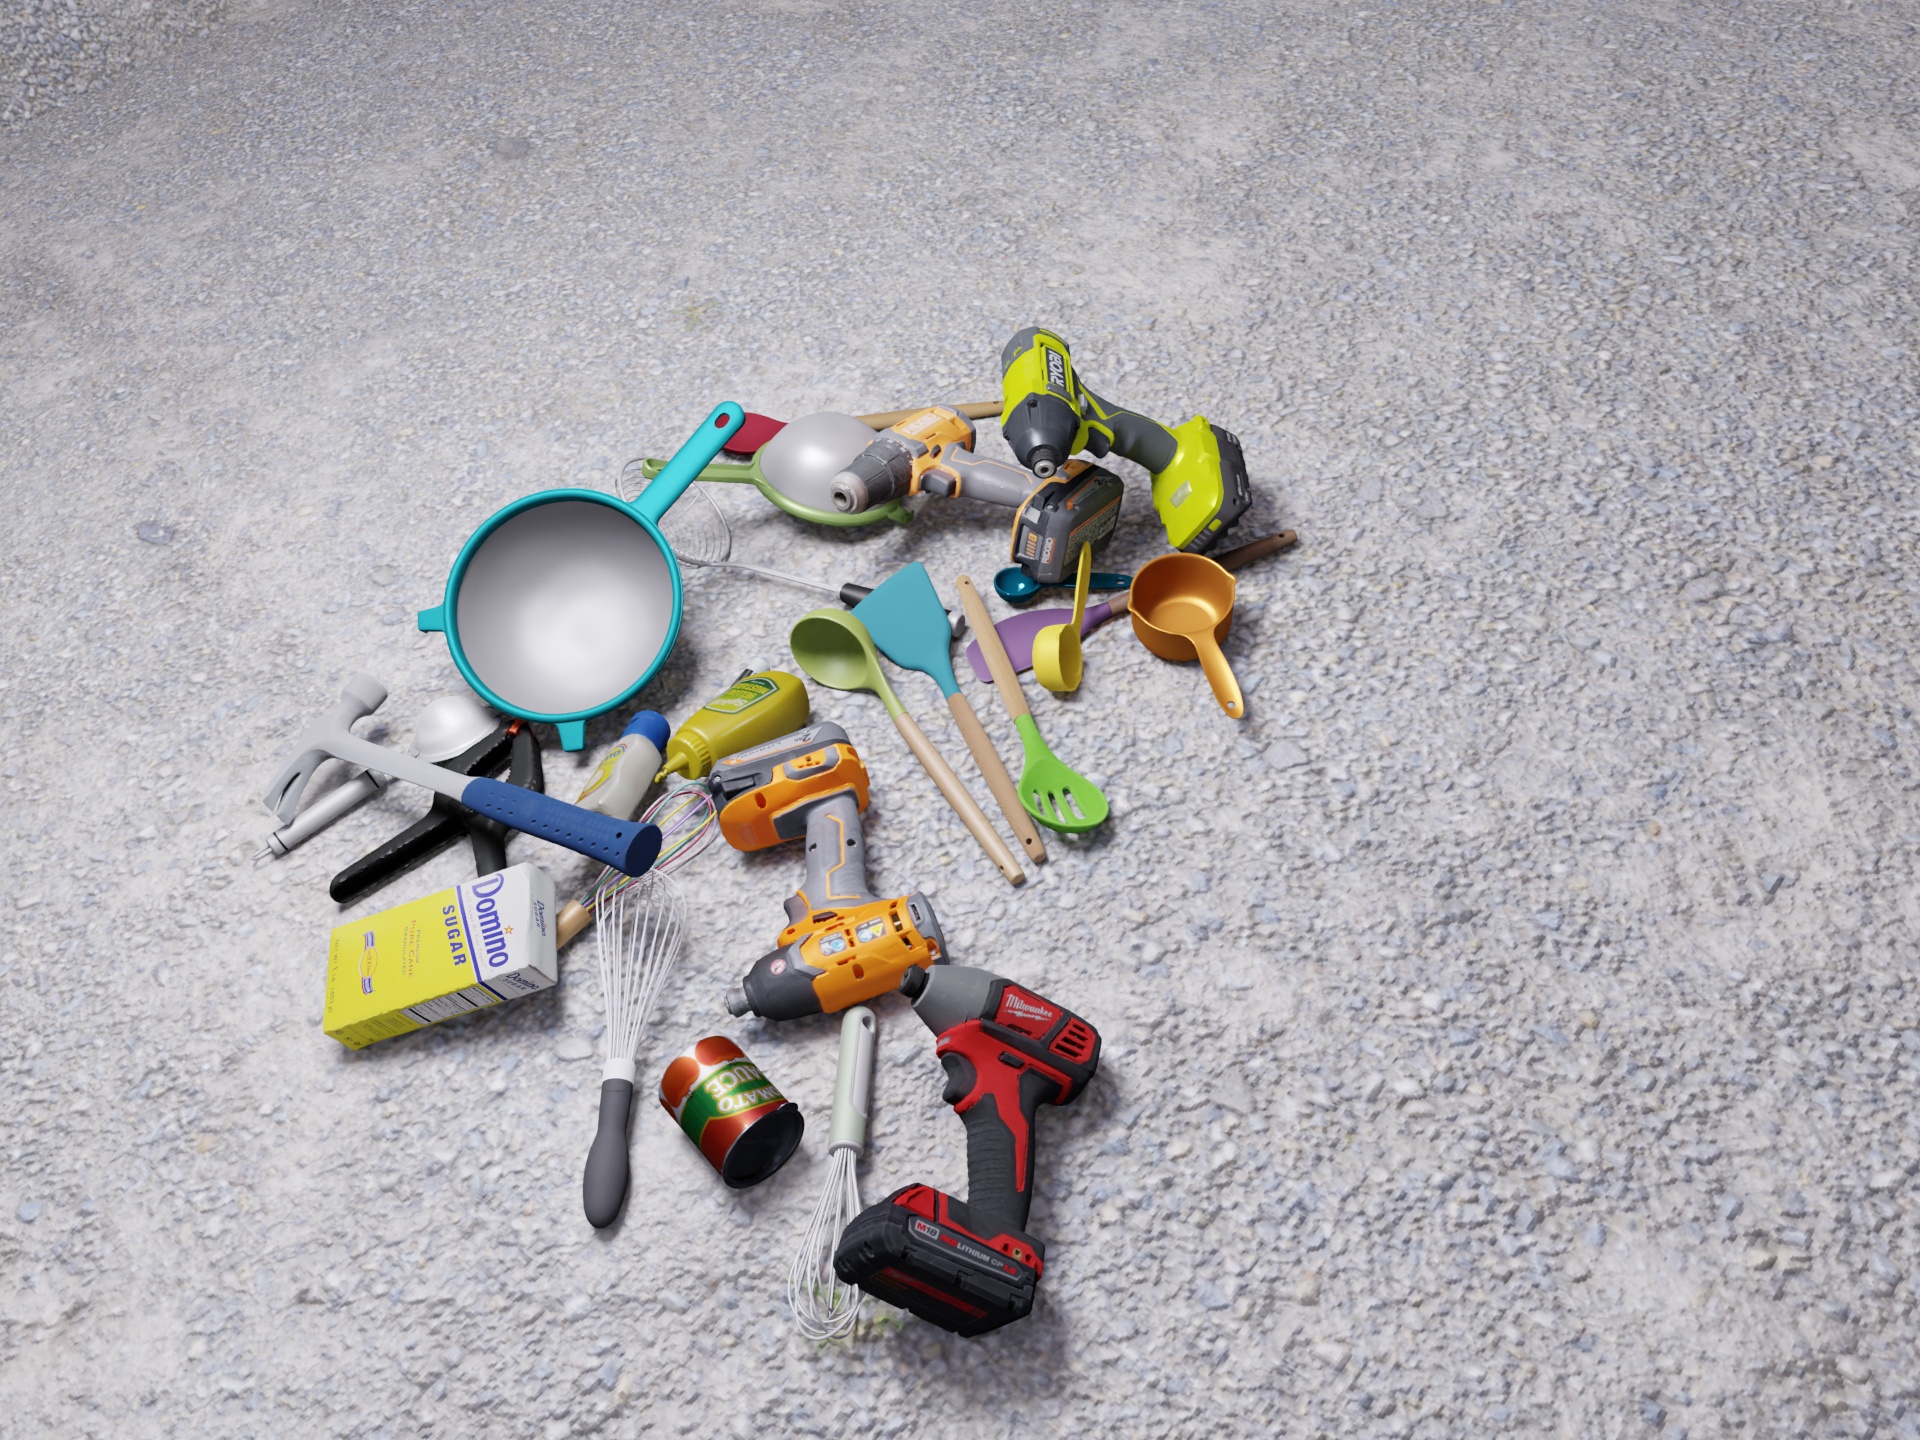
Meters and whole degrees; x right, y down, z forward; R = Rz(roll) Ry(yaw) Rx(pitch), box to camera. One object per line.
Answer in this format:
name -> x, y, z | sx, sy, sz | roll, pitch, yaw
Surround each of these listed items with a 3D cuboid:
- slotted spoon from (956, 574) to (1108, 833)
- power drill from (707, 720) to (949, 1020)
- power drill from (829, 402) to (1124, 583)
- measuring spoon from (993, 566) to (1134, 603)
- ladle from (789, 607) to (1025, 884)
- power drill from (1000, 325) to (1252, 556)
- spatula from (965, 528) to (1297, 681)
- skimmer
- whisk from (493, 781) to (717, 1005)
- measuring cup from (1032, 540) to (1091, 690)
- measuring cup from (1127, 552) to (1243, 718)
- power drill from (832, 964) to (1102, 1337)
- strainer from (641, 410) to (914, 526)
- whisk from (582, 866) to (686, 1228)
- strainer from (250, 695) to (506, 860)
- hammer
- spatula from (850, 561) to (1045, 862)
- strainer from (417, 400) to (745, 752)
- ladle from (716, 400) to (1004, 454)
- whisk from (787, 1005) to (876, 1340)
slotted spoon -> 0.046, -0.018, 1.322 | 0.070, 0.031, 0.314 | -4, 45, -19
power drill -> -0.120, 0.121, 1.204 | 0.164, 0.084, 0.227 | -20, 51, -7
power drill -> 0.010, -0.204, 1.432 | 0.226, 0.084, 0.185 | 27, 40, 21
measuring spoon -> 0.093, -0.118, 1.426 | 0.128, 0.021, 0.042 | 0, 42, -1
ladle -> -0.046, 0.020, 1.299 | 0.062, 0.078, 0.320 | -17, 51, -26
power drill -> 0.137, -0.232, 1.369 | 0.223, 0.080, 0.171 | 23, 41, -23
spatula -> 0.153, -0.109, 1.400 | 0.316, 0.018, 0.060 | -22, 54, -7
skimmer -> -0.157, -0.161, 1.462 | 0.363, 0.090, 0.127 | 17, 21, 22
whisk -> -0.279, 0.133, 1.250 | 0.047, 0.051, 0.245 | 34, 65, 28
measuring cup -> 0.089, -0.092, 1.364 | 0.029, 0.062, 0.157 | -5, 53, 23
measuring cup -> 0.199, -0.059, 1.327 | 0.095, 0.052, 0.174 | -16, 57, -4
power drill -> 0.004, 0.261, 1.016 | 0.143, 0.078, 0.220 | 30, 49, -12
strainer -> -0.170, -0.253, 1.502 | 0.256, 0.069, 0.152 | -1, 43, -23
whisk -> -0.244, 0.226, 1.150 | 0.070, 0.070, 0.285 | -5, 52, 7
strainer -> -0.501, 0.043, 1.381 | 0.258, 0.050, 0.087 | -37, 35, -17
hammer -> -0.400, 0.059, 1.270 | 0.406, 0.035, 0.144 | 14, 58, 33
spatula -> -0.002, -0.004, 1.318 | 0.082, 0.044, 0.318 | -37, 49, 10
strainer -> -0.302, -0.142, 1.423 | 0.211, 0.095, 0.340 | 38, 82, 10
ladle -> -0.105, -0.305, 1.628 | 0.315, 0.031, 0.069 | -5, 46, 4
whisk -> -0.077, 0.293, 1.060 | 0.059, 0.057, 0.247 | -29, 36, 27
